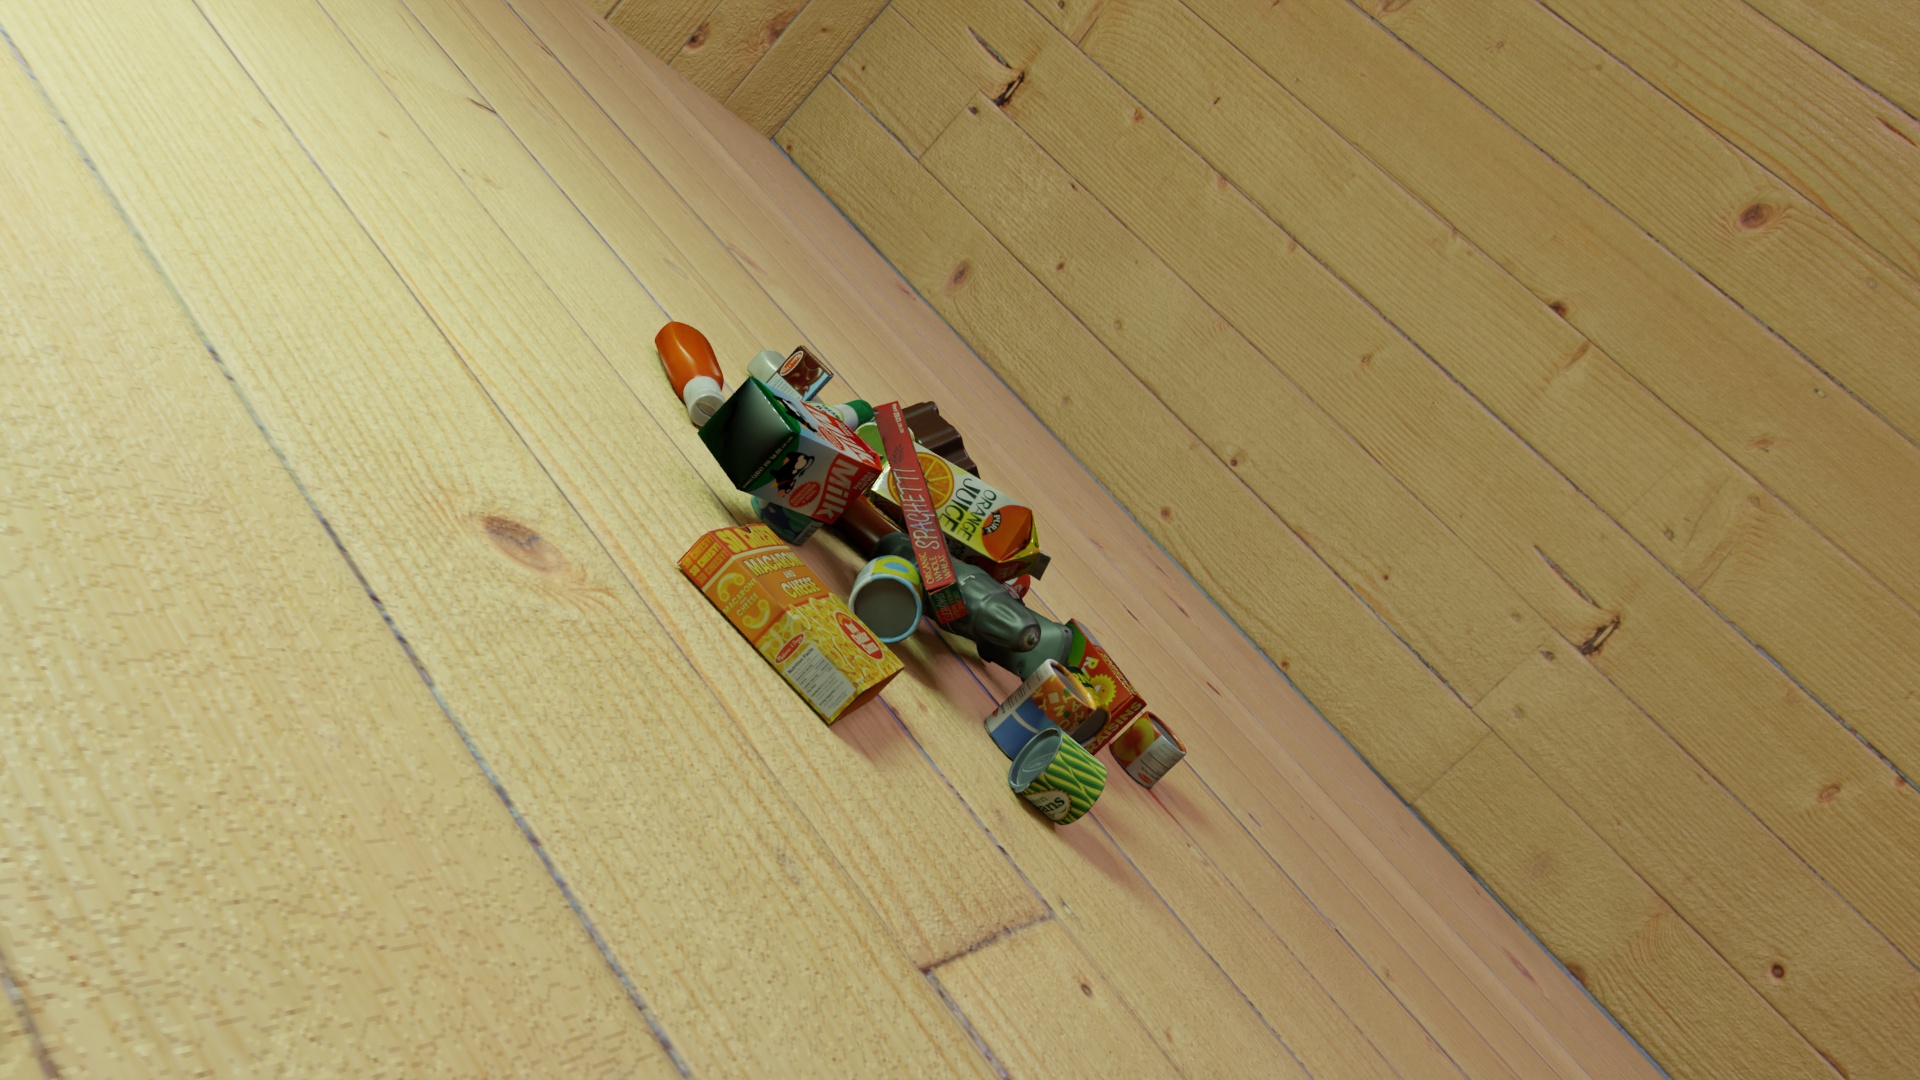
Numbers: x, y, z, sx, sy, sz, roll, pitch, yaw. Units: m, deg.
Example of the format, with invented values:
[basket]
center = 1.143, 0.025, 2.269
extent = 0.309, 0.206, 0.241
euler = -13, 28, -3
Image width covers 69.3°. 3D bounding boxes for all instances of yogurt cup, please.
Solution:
[yogurt cup]
center = 0.049, 0.043, 1.664
extent = 0.072, 0.072, 0.054
euler = 53, 6, 37

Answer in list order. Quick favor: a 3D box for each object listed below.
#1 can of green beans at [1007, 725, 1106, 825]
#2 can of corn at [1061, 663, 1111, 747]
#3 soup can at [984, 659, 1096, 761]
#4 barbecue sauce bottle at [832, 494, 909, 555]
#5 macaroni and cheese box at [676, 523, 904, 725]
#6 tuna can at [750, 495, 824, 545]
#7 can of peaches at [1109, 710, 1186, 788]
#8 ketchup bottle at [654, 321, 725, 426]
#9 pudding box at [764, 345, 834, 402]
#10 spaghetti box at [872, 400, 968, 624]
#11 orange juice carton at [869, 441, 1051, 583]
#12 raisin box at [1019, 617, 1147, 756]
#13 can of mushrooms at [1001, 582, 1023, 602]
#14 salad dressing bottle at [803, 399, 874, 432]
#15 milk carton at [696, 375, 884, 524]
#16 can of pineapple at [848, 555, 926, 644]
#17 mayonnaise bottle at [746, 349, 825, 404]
[can of green beans]
center = 0.084, 0.204, 1.206
extent = 0.058, 0.071, 0.071
euler = 42, 12, -15
[can of corn]
center = 0.112, 0.170, 1.411
extent = 0.071, 0.071, 0.058
euler = 31, 17, -48
[soup can]
center = 0.076, 0.163, 1.282
extent = 0.071, 0.083, 0.071
euler = 43, 11, -10
[barbecue sauce bottle]
center = -0.082, -0.003, 1.418
extent = 0.148, 0.044, 0.065
euler = 41, -8, -17
[macaroni and cheese box]
center = -0.126, 0.058, 1.067
extent = 0.166, 0.040, 0.124
euler = 46, 11, 6
[tuna can]
center = -0.161, -0.031, 1.280
extent = 0.071, 0.032, 0.071
euler = 42, 12, -11
[can of peaches]
center = 0.209, 0.232, 1.554
extent = 0.071, 0.058, 0.071
euler = 42, 12, -11
[ketchup bottle]
center = -0.262, -0.163, 1.375
extent = 0.064, 0.043, 0.149
euler = 35, 15, -36
[pudding box]
center = -0.188, -0.173, 1.561
extent = 0.049, 0.083, 0.030
euler = 44, 11, -1
[spaghetti box]
center = -0.039, -0.031, 1.283
extent = 0.050, 0.029, 0.251
euler = 70, 1, -48
[orange juice carton]
center = 0.005, -0.018, 1.433
extent = 0.193, 0.073, 0.071
euler = 30, -23, 6
[raisin box]
center = 0.129, 0.156, 1.480
extent = 0.040, 0.086, 0.124
euler = 34, 15, -49
[can of mushrooms]
center = 0.031, 0.075, 1.481
extent = 0.071, 0.071, 0.033
euler = 46, 12, 9
[salad dressing bottle]
center = -0.148, -0.129, 1.544
extent = 0.064, 0.043, 0.148
euler = 48, 29, 9
[milk carton]
center = -0.138, -0.073, 1.237
extent = 0.073, 0.072, 0.190
euler = 51, 13, 26
[can of pineapple]
center = -0.063, 0.053, 1.233
extent = 0.071, 0.071, 0.058
euler = 42, 12, -10
[mayonnaise bottle]
center = -0.187, -0.159, 1.629
extent = 0.148, 0.041, 0.065
euler = 49, 14, 17
